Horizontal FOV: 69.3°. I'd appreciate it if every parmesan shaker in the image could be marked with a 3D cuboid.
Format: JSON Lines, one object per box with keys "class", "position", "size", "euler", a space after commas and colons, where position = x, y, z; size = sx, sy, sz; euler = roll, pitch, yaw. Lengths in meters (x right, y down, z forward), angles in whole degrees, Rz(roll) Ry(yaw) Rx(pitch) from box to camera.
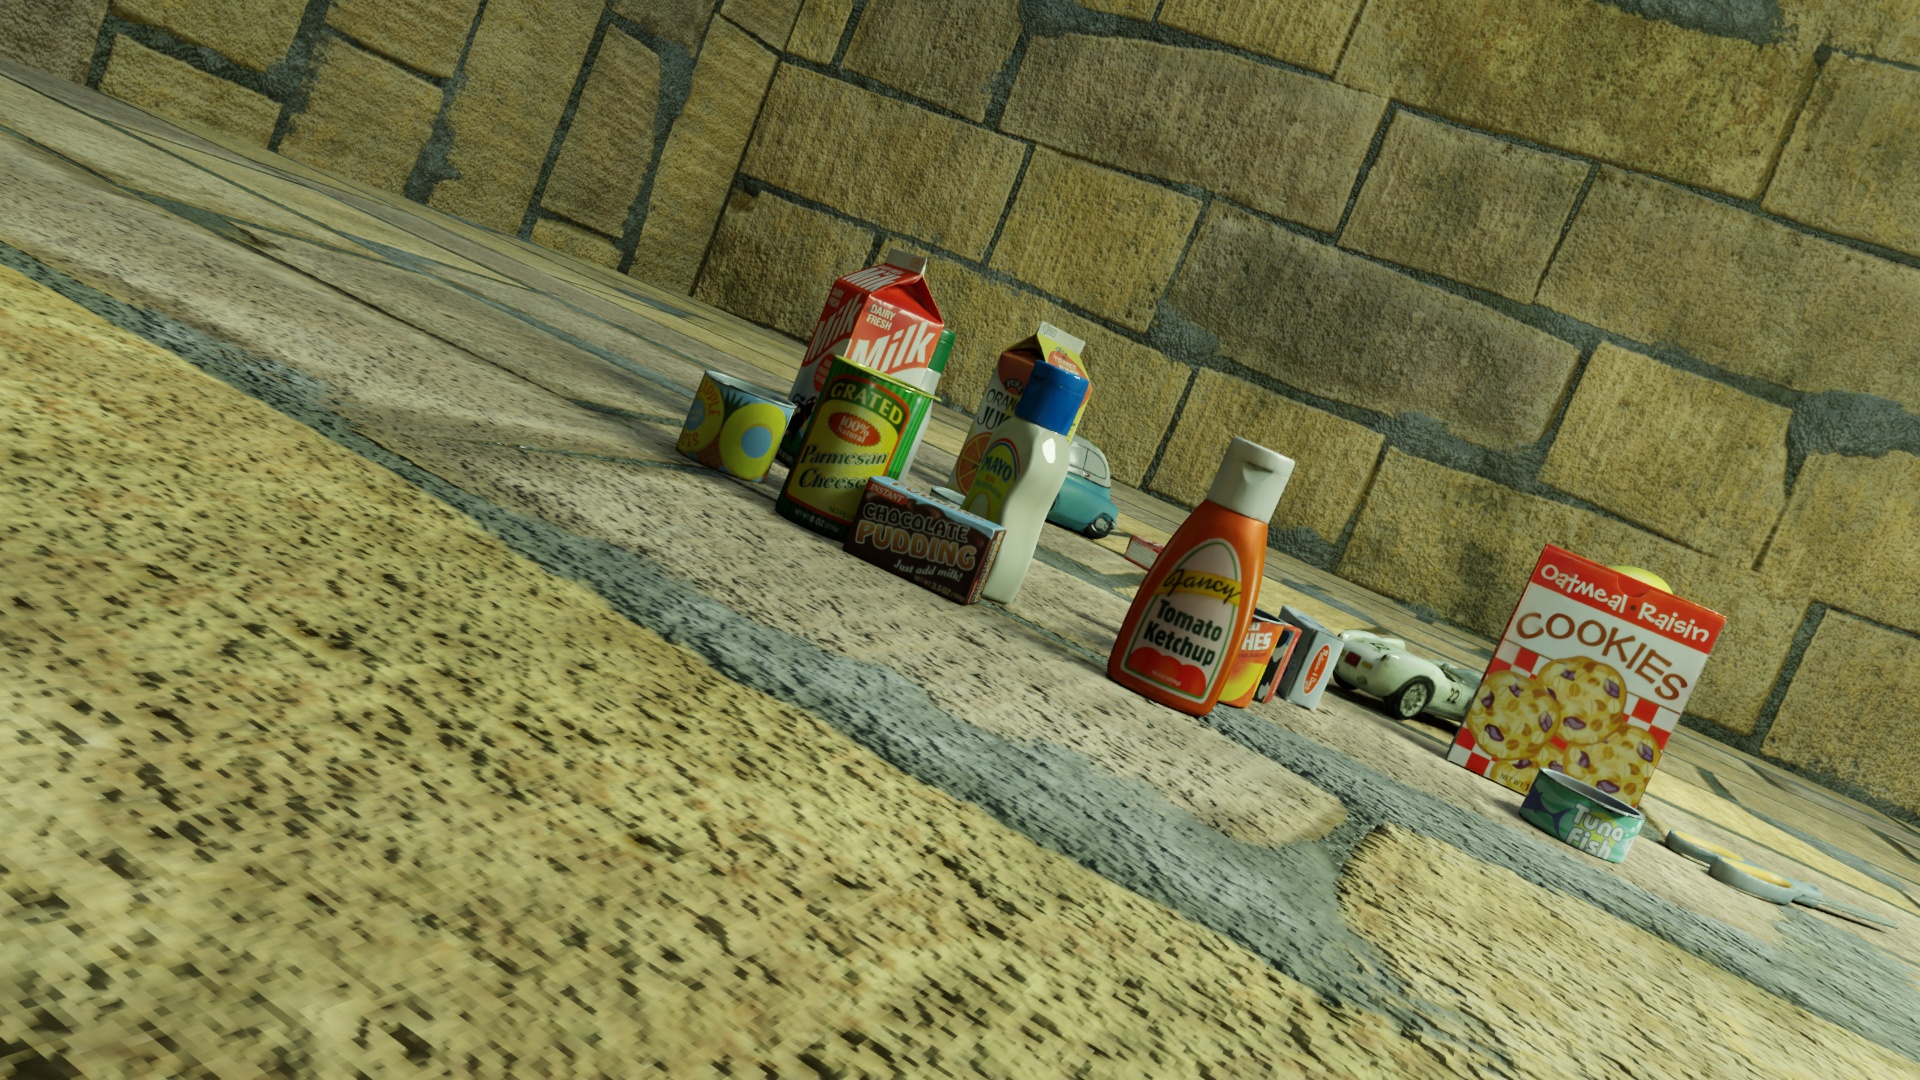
{"class": "parmesan shaker", "position": [-0.064, -0.054, 0.862], "size": [0.071, 0.103, 0.071], "euler": [22, 7, -3]}

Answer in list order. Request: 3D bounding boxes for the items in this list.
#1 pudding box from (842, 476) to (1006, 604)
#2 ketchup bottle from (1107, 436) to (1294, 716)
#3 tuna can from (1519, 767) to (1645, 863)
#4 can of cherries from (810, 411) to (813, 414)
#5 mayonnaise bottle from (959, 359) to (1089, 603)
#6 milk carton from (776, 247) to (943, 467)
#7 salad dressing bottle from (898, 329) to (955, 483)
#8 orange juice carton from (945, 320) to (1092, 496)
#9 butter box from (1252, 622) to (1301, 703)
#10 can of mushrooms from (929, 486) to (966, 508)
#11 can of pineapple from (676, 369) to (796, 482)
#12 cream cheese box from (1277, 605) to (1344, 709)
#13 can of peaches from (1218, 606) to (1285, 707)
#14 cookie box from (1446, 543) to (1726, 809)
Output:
{"class": "pudding box", "position": [-0.021, -0.001, 0.815], "size": [0.084, 0.049, 0.030], "euler": [24, 7, 14]}
{"class": "ketchup bottle", "position": [0.136, 0.018, 0.760], "size": [0.065, 0.148, 0.043], "euler": [24, 6, 8]}
{"class": "tuna can", "position": [0.386, 0.171, 0.862], "size": [0.071, 0.032, 0.071], "euler": [22, 7, -3]}
{"class": "can of cherries", "position": [-0.080, -0.049, 0.958], "size": [0.071, 0.058, 0.071], "euler": [22, 7, -3]}
{"class": "mayonnaise bottle", "position": [0.035, -0.038, 0.868], "size": [0.041, 0.148, 0.065], "euler": [18, 8, -36]}
{"class": "milk carton", "position": [-0.077, -0.139, 1.102], "size": [0.073, 0.190, 0.072], "euler": [19, 8, -32]}
{"class": "salad dressing bottle", "position": [-0.048, -0.124, 1.249], "size": [0.044, 0.147, 0.064], "euler": [19, 7, -29]}
{"class": "orange juice carton", "position": [0.066, -0.119, 1.382], "size": [0.072, 0.192, 0.073], "euler": [16, 9, -45]}
{"class": "butter box", "position": [0.166, 0.061, 0.914], "size": [0.103, 0.053, 0.024], "euler": [25, 7, 22]}
{"class": "can of mushrooms", "position": [0.004, -0.013, 1.048], "size": [0.071, 0.033, 0.071], "euler": [22, 7, -3]}
{"class": "can of pineapple", "position": [-0.154, -0.078, 0.944], "size": [0.071, 0.057, 0.071], "euler": [22, 7, -3]}
{"class": "cream cheese box", "position": [0.241, 0.082, 0.991], "size": [0.024, 0.053, 0.104], "euler": [22, 7, -2]}
{"class": "can of peaches", "position": [0.157, 0.064, 0.849], "size": [0.071, 0.058, 0.071], "euler": [22, 7, -3]}
{"class": "cookie box", "position": [0.431, 0.103, 0.963], "size": [0.123, 0.167, 0.040], "euler": [25, 7, 19]}
